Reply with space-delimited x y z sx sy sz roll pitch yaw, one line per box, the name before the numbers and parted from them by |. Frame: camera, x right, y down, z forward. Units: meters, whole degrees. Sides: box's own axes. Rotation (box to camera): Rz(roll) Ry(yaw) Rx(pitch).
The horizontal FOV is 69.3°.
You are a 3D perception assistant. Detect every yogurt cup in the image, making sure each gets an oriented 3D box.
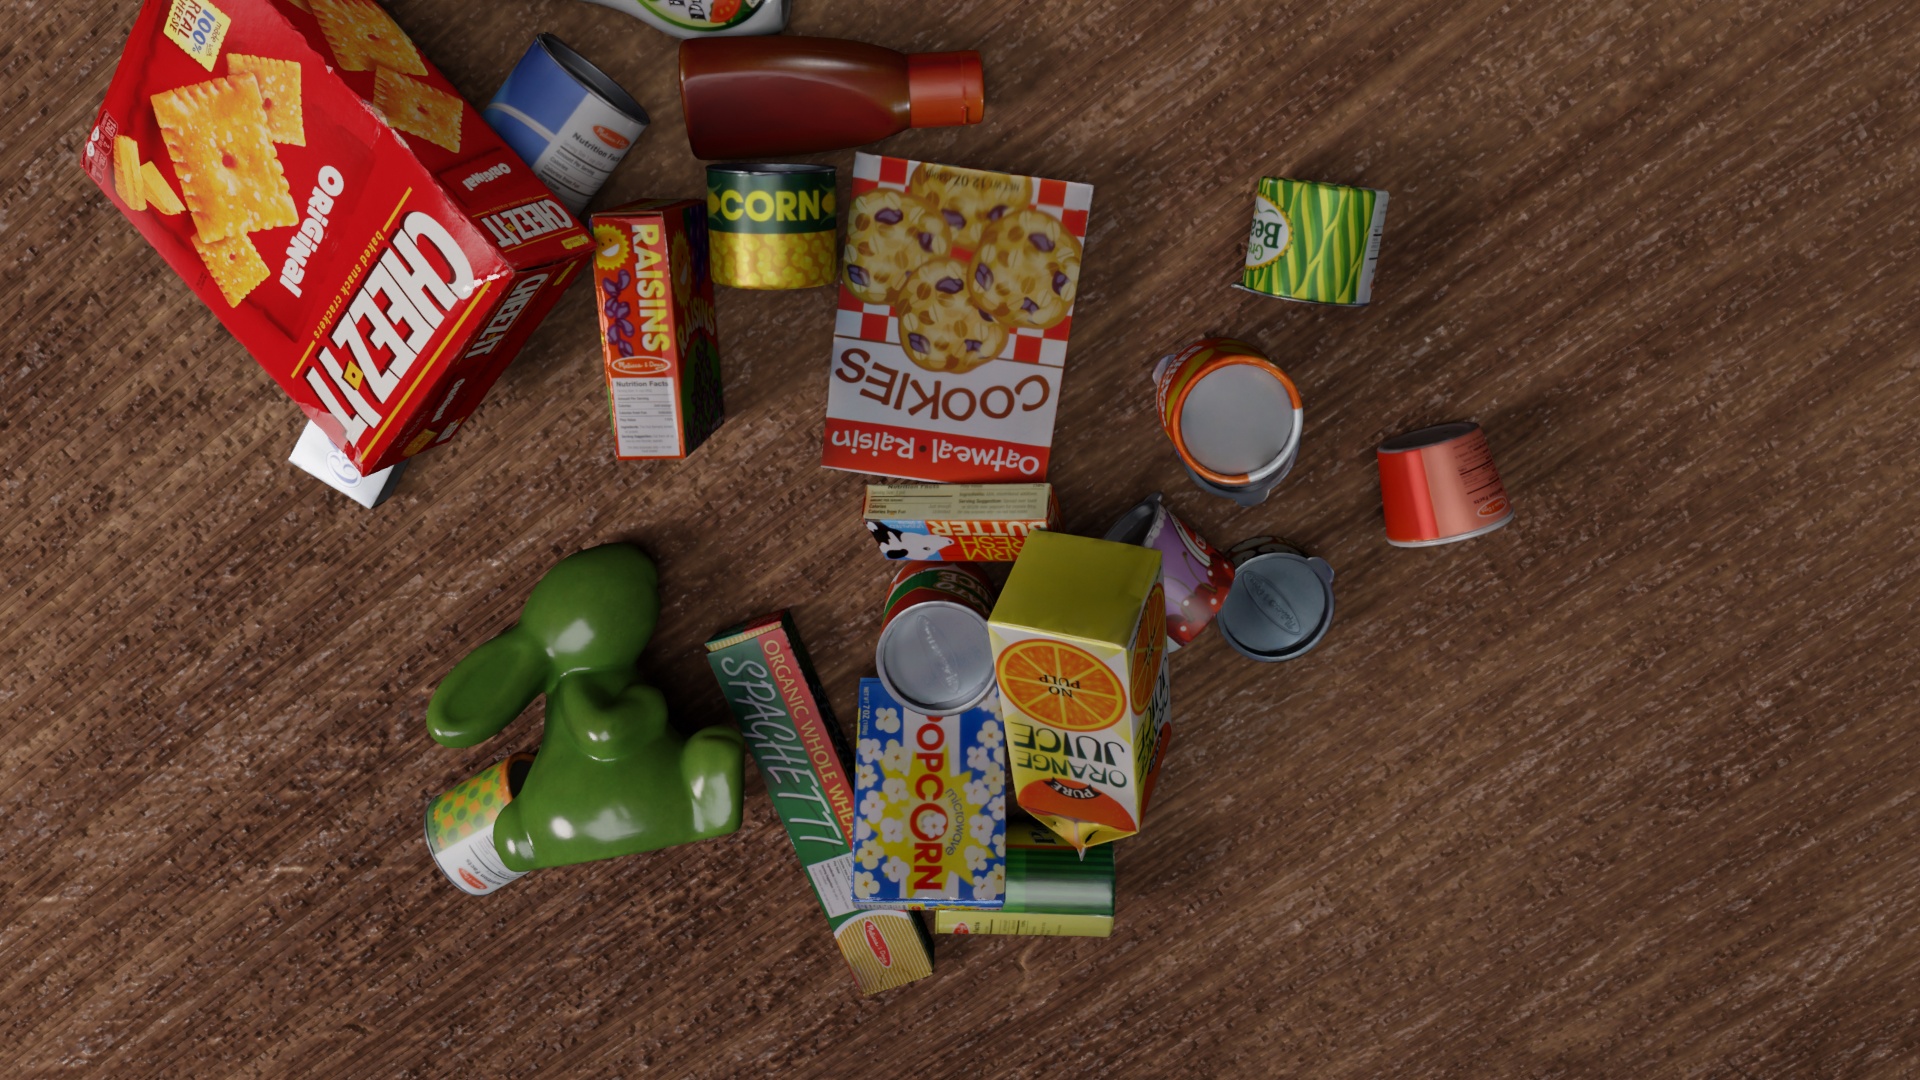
yogurt cup | 0.260 -0.031 0.754 0.072 0.072 0.054 -16 99 5

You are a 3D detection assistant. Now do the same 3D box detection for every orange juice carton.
orange juice carton | 0.070 0.091 0.753 0.073 0.072 0.191 9 135 20

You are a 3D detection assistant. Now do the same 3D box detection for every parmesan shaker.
parmesan shaker | 0.037 0.201 0.827 0.103 0.071 0.071 1 108 -1

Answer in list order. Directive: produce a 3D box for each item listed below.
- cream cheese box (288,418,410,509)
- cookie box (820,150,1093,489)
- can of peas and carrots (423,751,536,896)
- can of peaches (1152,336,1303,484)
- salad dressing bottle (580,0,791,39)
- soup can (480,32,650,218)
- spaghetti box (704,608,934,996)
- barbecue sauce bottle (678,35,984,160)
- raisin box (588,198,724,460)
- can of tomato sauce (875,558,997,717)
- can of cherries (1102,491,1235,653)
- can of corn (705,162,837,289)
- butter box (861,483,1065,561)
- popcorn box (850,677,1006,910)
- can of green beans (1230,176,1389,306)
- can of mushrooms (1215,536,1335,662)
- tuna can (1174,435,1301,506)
cream cheese box | -0.320 -0.074 0.762 0.053 0.024 0.103 31 105 -8
cookie box | -0.004 -0.114 0.741 0.123 0.040 0.166 7 106 -3
can of peas and carrots | -0.269 0.164 0.816 0.058 0.071 0.071 -29 105 9
can of peaches | 0.134 -0.068 0.709 0.071 0.058 0.071 0 107 0
salad dressing bottle | -0.159 -0.282 0.686 0.148 0.044 0.064 5 108 -1
soup can | -0.210 -0.202 0.701 0.071 0.071 0.083 40 104 -11
spaghetti box | -0.081 0.159 0.831 0.050 0.029 0.249 -19 106 6
barbecue sauce bottle | -0.063 -0.224 0.698 0.149 0.064 0.044 -4 64 -4
raisin box | -0.155 -0.111 0.717 0.040 0.086 0.123 0 108 5
can of tomato sauce | -0.010 0.049 0.768 0.071 0.083 0.071 0 108 0
can of cherries | 0.110 0.018 0.767 0.058 0.072 0.071 37 104 -11
can of corn | -0.096 -0.161 0.709 0.071 0.071 0.058 1 108 0
butter box | 0.003 -0.009 0.756 0.103 0.053 0.024 0 65 12
popcorn box | -0.017 0.143 0.787 0.085 0.038 0.127 0 70 0
can of green beans | 0.182 -0.154 0.713 0.071 0.071 0.057 6 107 -2
can of mushrooms | 0.178 0.032 0.788 0.071 0.033 0.070 0 107 1
tuna can | 0.151 -0.056 0.761 0.071 0.033 0.070 0 107 0
